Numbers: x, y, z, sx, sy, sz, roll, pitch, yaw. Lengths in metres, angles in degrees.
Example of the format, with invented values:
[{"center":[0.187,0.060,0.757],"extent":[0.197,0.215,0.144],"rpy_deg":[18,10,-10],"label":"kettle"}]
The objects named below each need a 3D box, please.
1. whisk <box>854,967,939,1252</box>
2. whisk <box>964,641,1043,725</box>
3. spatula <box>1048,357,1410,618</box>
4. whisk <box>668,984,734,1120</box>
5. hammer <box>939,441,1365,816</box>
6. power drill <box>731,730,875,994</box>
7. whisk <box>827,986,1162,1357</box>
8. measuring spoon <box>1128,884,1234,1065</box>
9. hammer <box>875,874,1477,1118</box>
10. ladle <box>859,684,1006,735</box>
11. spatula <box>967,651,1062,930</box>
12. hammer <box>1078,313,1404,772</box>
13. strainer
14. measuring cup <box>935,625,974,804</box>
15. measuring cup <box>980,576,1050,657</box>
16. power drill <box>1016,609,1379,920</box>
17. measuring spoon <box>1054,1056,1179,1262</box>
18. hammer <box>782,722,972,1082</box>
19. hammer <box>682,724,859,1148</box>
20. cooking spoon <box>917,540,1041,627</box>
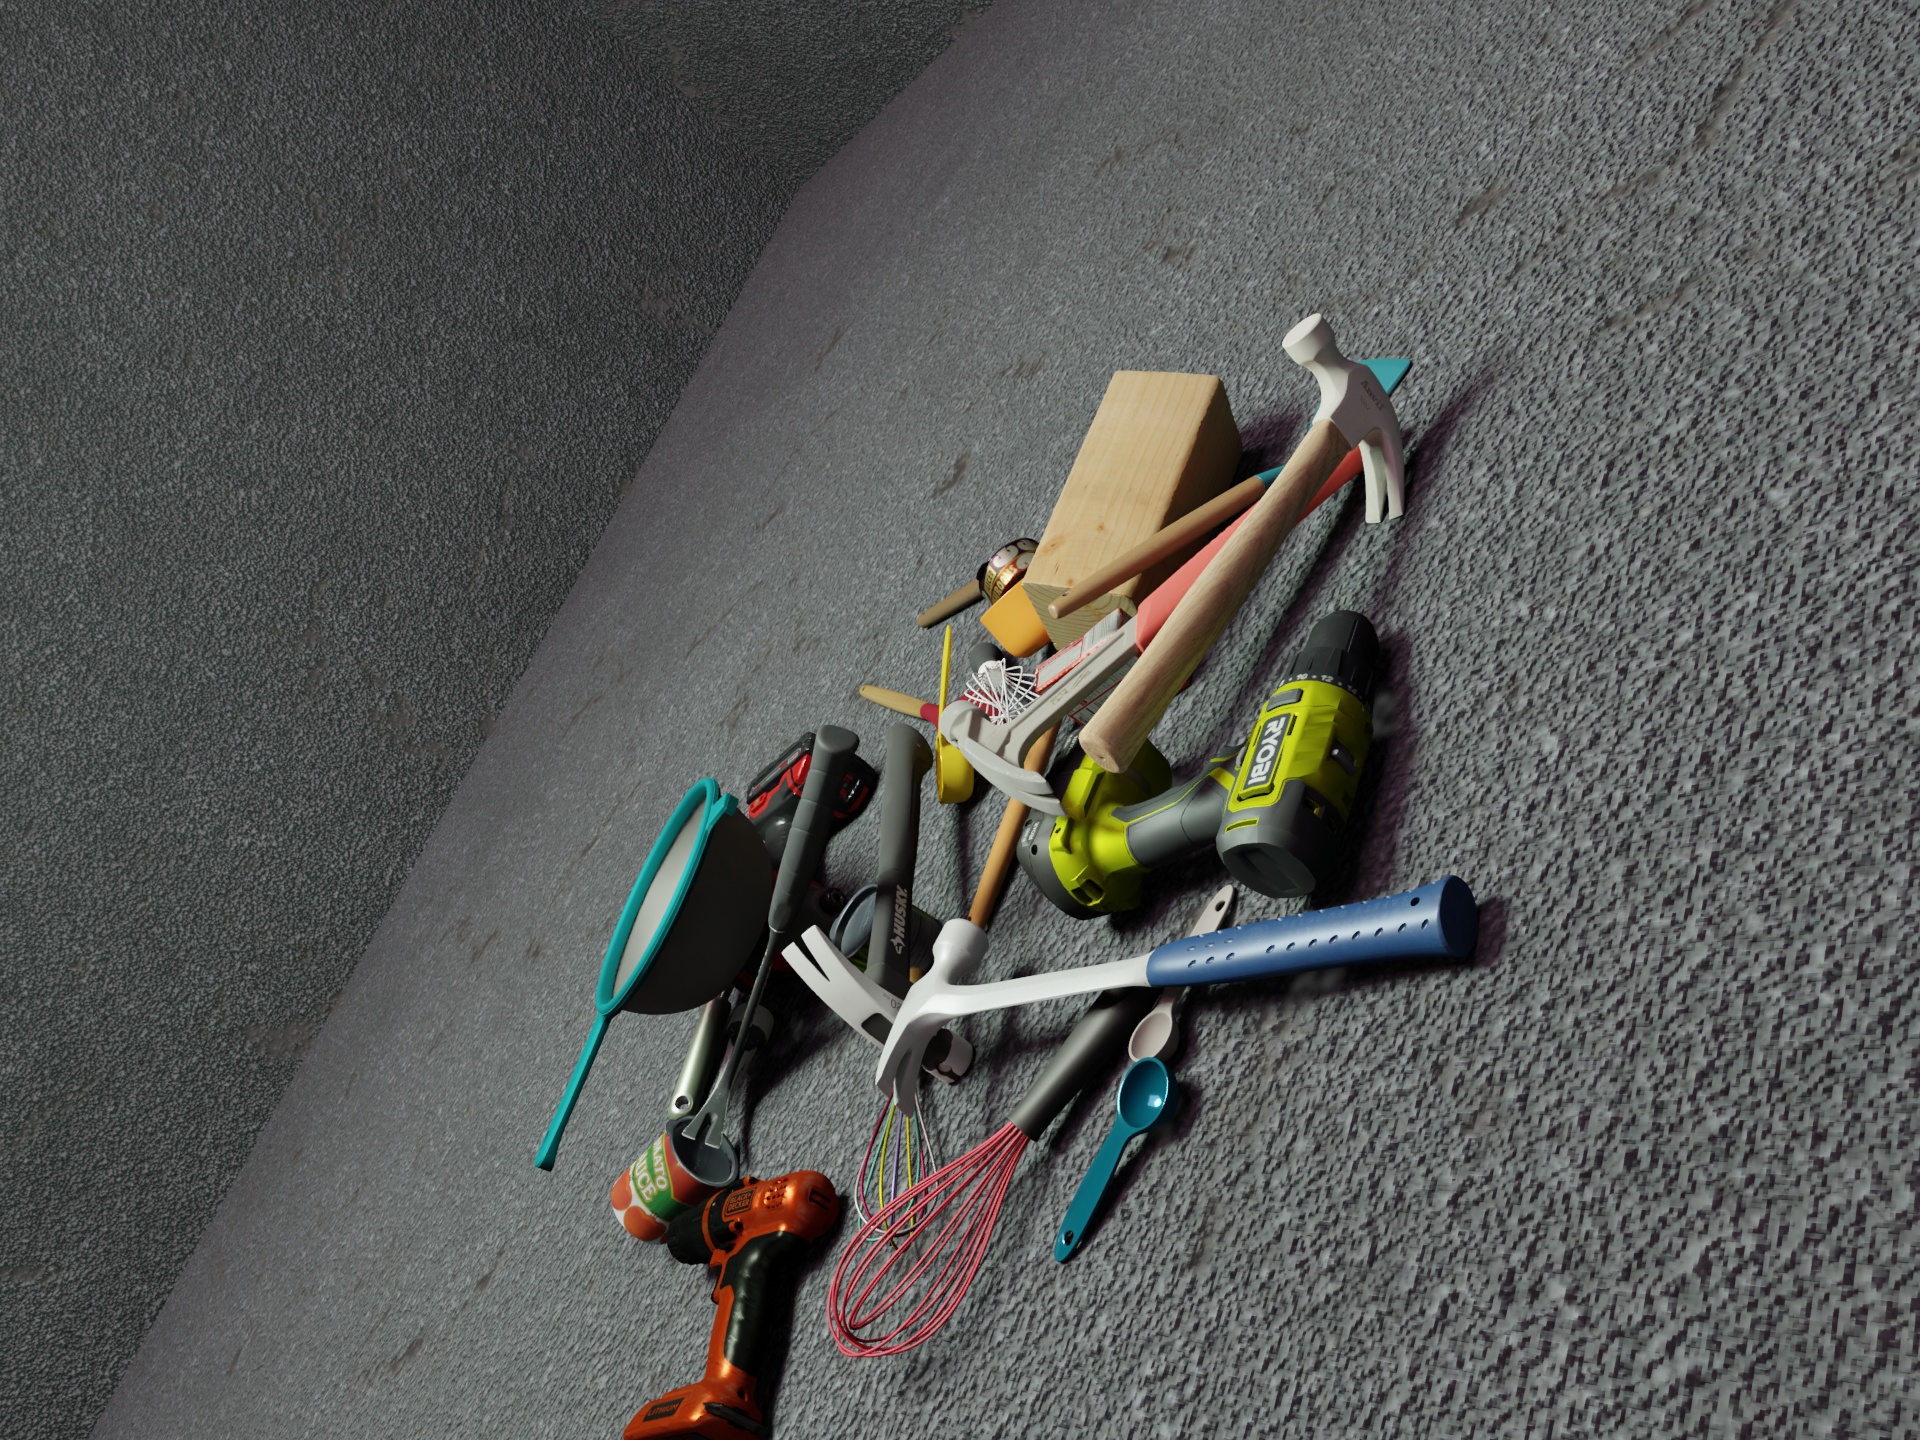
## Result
[{"center":[-0.039,0.260,1.089],"extent":[0.051,0.047,0.245],"rpy_deg":[-44,21,26],"label":"whisk"},{"center":[0.028,-0.029,1.275],"extent":[0.070,0.070,0.285],"rpy_deg":[-52,9,7],"label":"whisk"},{"center":[0.186,-0.164,1.125],"extent":[0.317,0.044,0.082],"rpy_deg":[-33,21,-16],"label":"spatula"},{"center":[-0.216,0.247,1.434],"extent":[0.059,0.058,0.246],"rpy_deg":[88,-165,-58],"label":"whisk"},{"center":[0.151,-0.081,1.046],"extent":[0.359,0.036,0.149],"rpy_deg":[-40,30,-10],"label":"hammer"},{"center":[-0.142,0.125,1.415],"extent":[0.143,0.078,0.220],"rpy_deg":[-39,32,36],"label":"power drill"},{"center":[0.025,0.260,0.951],"extent":[0.296,0.073,0.073],"rpy_deg":[-50,23,-4],"label":"whisk"},{"center":[0.137,0.151,0.936],"extent":[0.034,0.018,0.124],"rpy_deg":[-13,40,59],"label":"measuring spoon"},{"center":[0.103,0.148,0.912],"extent":[0.405,0.035,0.144],"rpy_deg":[-19,30,44],"label":"hammer"},{"center":[-0.038,-0.012,1.457],"extent":[0.069,0.031,0.315],"rpy_deg":[-57,22,-7],"label":"ladle"},{"center":[0.070,0.023,1.214],"extent":[0.081,0.041,0.323],"rpy_deg":[-11,53,59],"label":"spatula"},{"center":[0.177,-0.098,0.985],"extent":[0.331,0.130,0.031],"rpy_deg":[-52,20,-22],"label":"hammer"},{"center":[-0.240,0.219,1.309],"extent":[0.340,0.095,0.211],"rpy_deg":[-67,17,-9],"label":"strainer"},{"center":[-0.002,-0.004,1.272],"extent":[0.062,0.029,0.156],"rpy_deg":[-103,14,-62],"label":"measuring cup"},{"center":[0.096,-0.114,1.317],"extent":[0.173,0.052,0.095],"rpy_deg":[-37,-3,-23],"label":"measuring cup"},{"center":[0.154,0.031,0.979],"extent":[0.228,0.080,0.191],"rpy_deg":[-22,34,48],"label":"power drill"},{"center":[0.089,0.250,0.894],"extent":[0.128,0.021,0.042],"rpy_deg":[-63,27,5],"label":"measuring spoon"},{"center":[-0.052,0.108,1.186],"extent":[0.035,0.146,0.335],"rpy_deg":[-41,25,26],"label":"hammer"},{"center":[-0.139,0.159,1.184],"extent":[0.149,0.036,0.408],"rpy_deg":[-70,1,-51],"label":"hammer"},{"center":[0.051,-0.143,1.455],"extent":[0.319,0.017,0.069],"rpy_deg":[-27,18,51],"label":"cooking spoon"}]
